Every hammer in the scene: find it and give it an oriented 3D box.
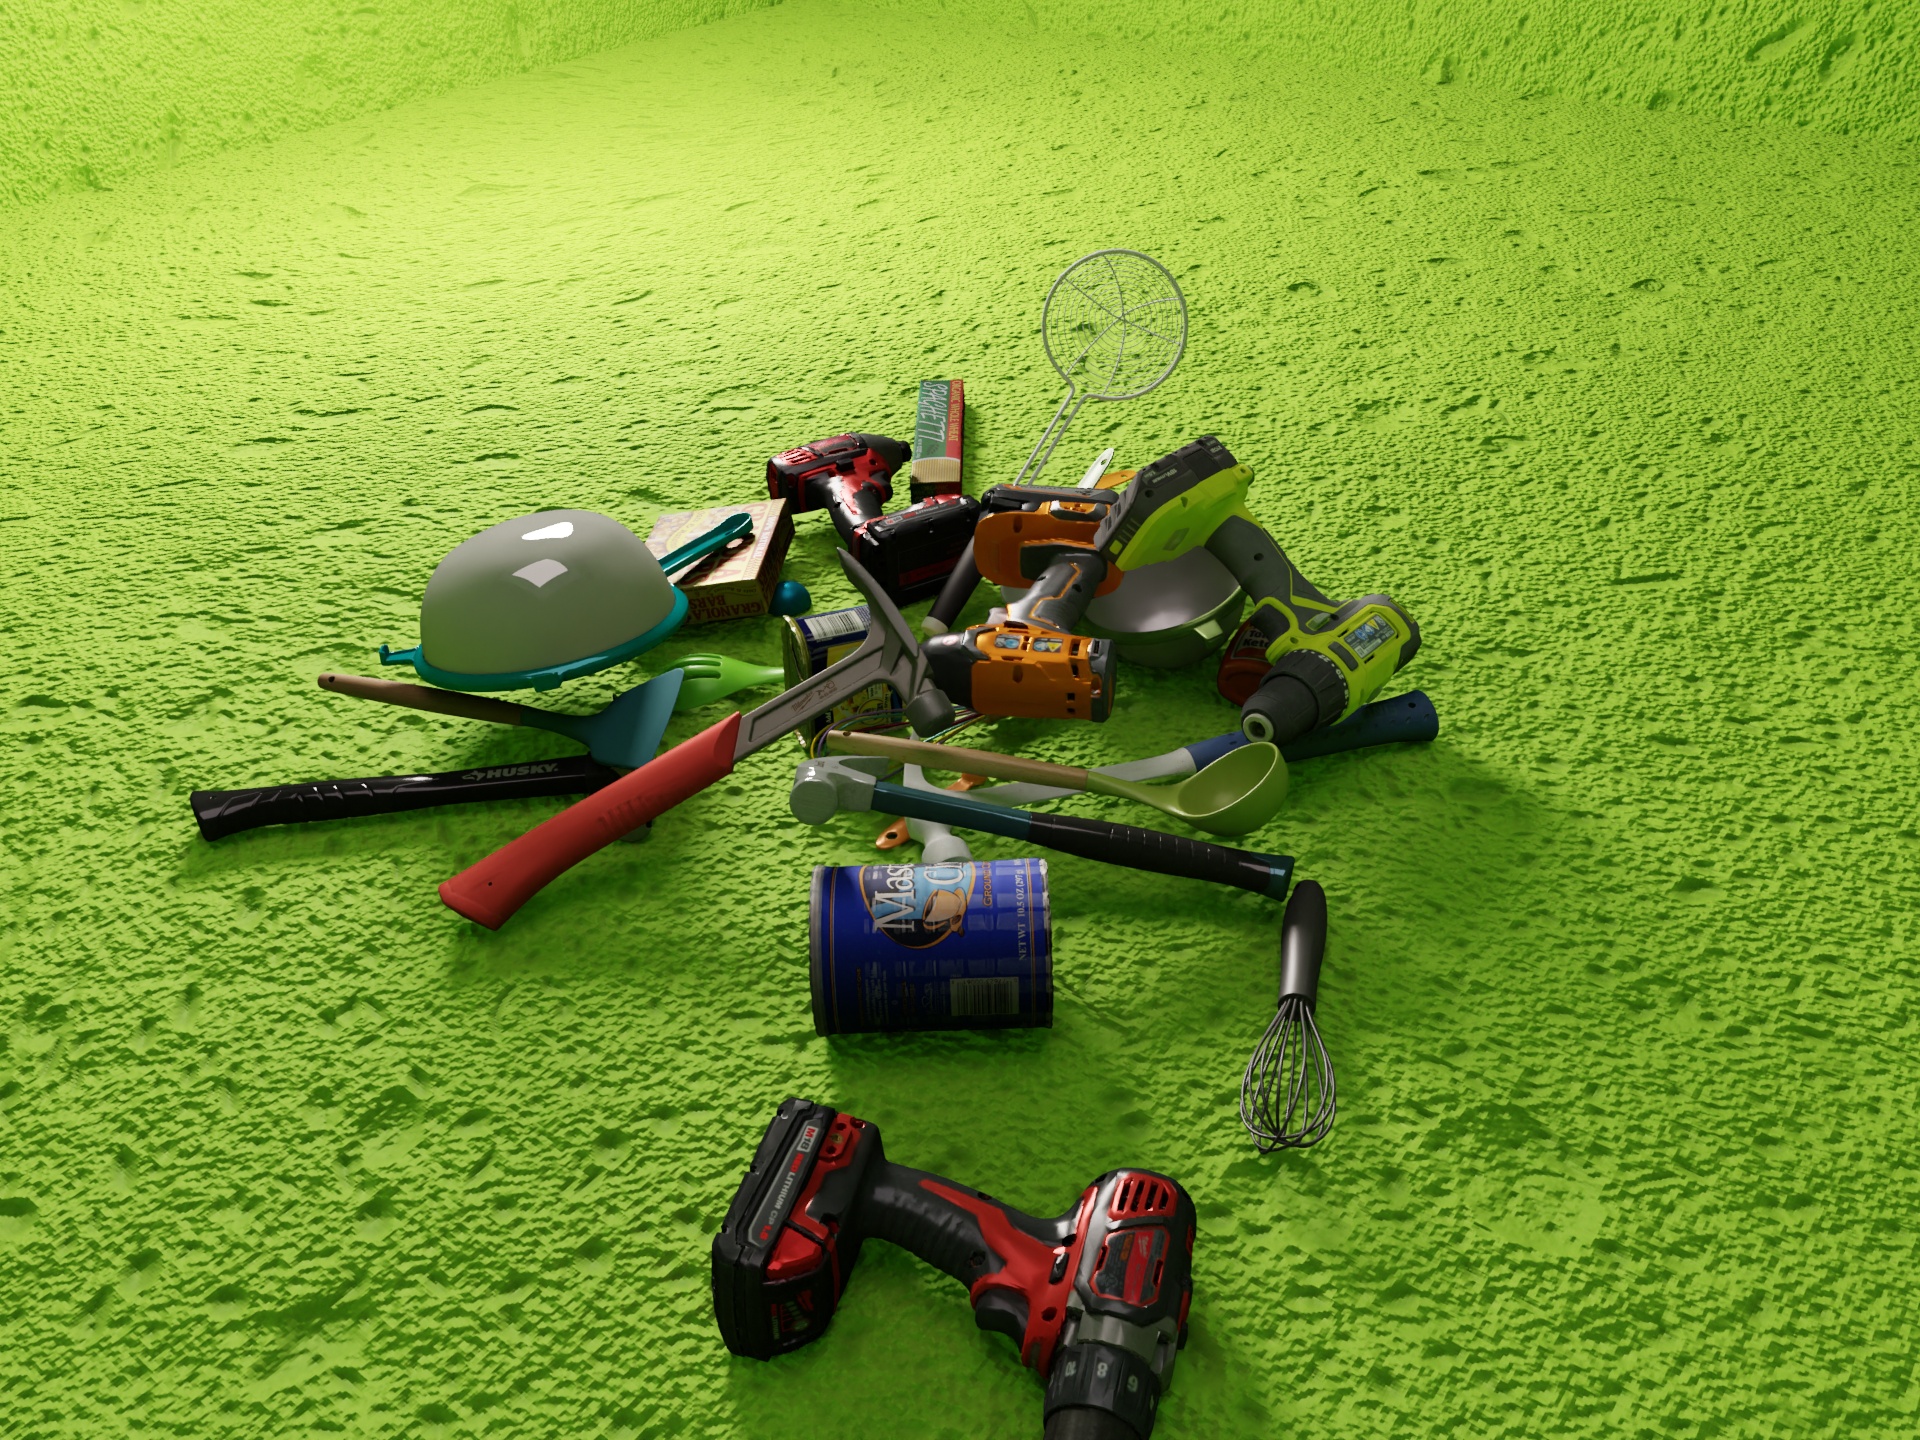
[{"bbox_3d":[0.056,0.071,1.021,0.331,0.033,0.128,12,7,-4],"label":"hammer"},{"bbox_3d":[0.153,0.027,1.155,0.405,0.035,0.144,-10,43,-13],"label":"hammer"},{"bbox_3d":[-0.190,0.026,1.082,0.359,0.036,0.149,-30,72,-8],"label":"hammer"},{"bbox_3d":[-0.391,0.048,1.166,0.334,0.035,0.146,-6,36,-5],"label":"hammer"}]

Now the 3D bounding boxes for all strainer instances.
[{"bbox_3d":[0.195,-0.120,1.323,0.151,0.069,0.256,5,41,34],"label":"strainer"},{"bbox_3d":[-0.285,-0.133,1.255,0.211,0.095,0.340,9,31,34],"label":"strainer"}]

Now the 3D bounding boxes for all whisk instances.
[{"bbox_3d":[-0.003,-0.006,1.214,0.245,0.051,0.047,-18,32,-26],"label":"whisk"},{"bbox_3d":[0.202,0.168,0.952,0.055,0.055,0.239,7,32,12],"label":"whisk"}]

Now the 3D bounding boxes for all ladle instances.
[{"bbox_3d":[0.061,0.027,1.085,0.320,0.062,0.078,9,32,12],"label":"ladle"}]

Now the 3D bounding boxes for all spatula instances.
[{"bbox_3d":[-0.349,-0.014,1.180,0.317,0.044,0.082,8,65,17],"label":"spatula"}]

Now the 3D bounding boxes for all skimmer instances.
[{"bbox_3d":[0.068,-0.231,1.343,0.127,0.090,0.363,31,76,2],"label":"skimmer"}]

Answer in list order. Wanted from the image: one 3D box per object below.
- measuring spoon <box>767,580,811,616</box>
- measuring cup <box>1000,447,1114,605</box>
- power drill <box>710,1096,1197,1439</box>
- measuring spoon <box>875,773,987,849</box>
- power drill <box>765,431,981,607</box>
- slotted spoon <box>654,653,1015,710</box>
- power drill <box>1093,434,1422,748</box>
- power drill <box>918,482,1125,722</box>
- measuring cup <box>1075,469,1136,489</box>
[{"bbox_3d":[-0.194,-0.103,1.379,0.128,0.021,0.042,-9,35,-10],"label":"measuring spoon"},{"bbox_3d":[0.097,-0.156,1.358,0.083,0.038,0.167,14,69,54],"label":"measuring cup"},{"bbox_3d":[-0.005,0.286,0.772,0.227,0.080,0.188,10,37,12],"label":"power drill"},{"bbox_3d":[-0.021,0.060,1.145,0.021,0.011,0.117,24,42,32],"label":"measuring spoon"},{"bbox_3d":[-0.072,-0.196,1.448,0.143,0.078,0.220,-20,41,-23],"label":"power drill"},{"bbox_3d":[-0.095,-0.042,1.284,0.313,0.031,0.070,-4,35,-5],"label":"slotted spoon"},{"bbox_3d":[0.209,-0.089,1.159,0.228,0.080,0.190,48,48,13],"label":"power drill"},{"bbox_3d":[0.044,-0.089,1.207,0.164,0.084,0.227,5,42,9],"label":"power drill"},{"bbox_3d":[0.099,-0.182,1.452,0.173,0.052,0.095,-27,42,-33],"label":"measuring cup"}]
